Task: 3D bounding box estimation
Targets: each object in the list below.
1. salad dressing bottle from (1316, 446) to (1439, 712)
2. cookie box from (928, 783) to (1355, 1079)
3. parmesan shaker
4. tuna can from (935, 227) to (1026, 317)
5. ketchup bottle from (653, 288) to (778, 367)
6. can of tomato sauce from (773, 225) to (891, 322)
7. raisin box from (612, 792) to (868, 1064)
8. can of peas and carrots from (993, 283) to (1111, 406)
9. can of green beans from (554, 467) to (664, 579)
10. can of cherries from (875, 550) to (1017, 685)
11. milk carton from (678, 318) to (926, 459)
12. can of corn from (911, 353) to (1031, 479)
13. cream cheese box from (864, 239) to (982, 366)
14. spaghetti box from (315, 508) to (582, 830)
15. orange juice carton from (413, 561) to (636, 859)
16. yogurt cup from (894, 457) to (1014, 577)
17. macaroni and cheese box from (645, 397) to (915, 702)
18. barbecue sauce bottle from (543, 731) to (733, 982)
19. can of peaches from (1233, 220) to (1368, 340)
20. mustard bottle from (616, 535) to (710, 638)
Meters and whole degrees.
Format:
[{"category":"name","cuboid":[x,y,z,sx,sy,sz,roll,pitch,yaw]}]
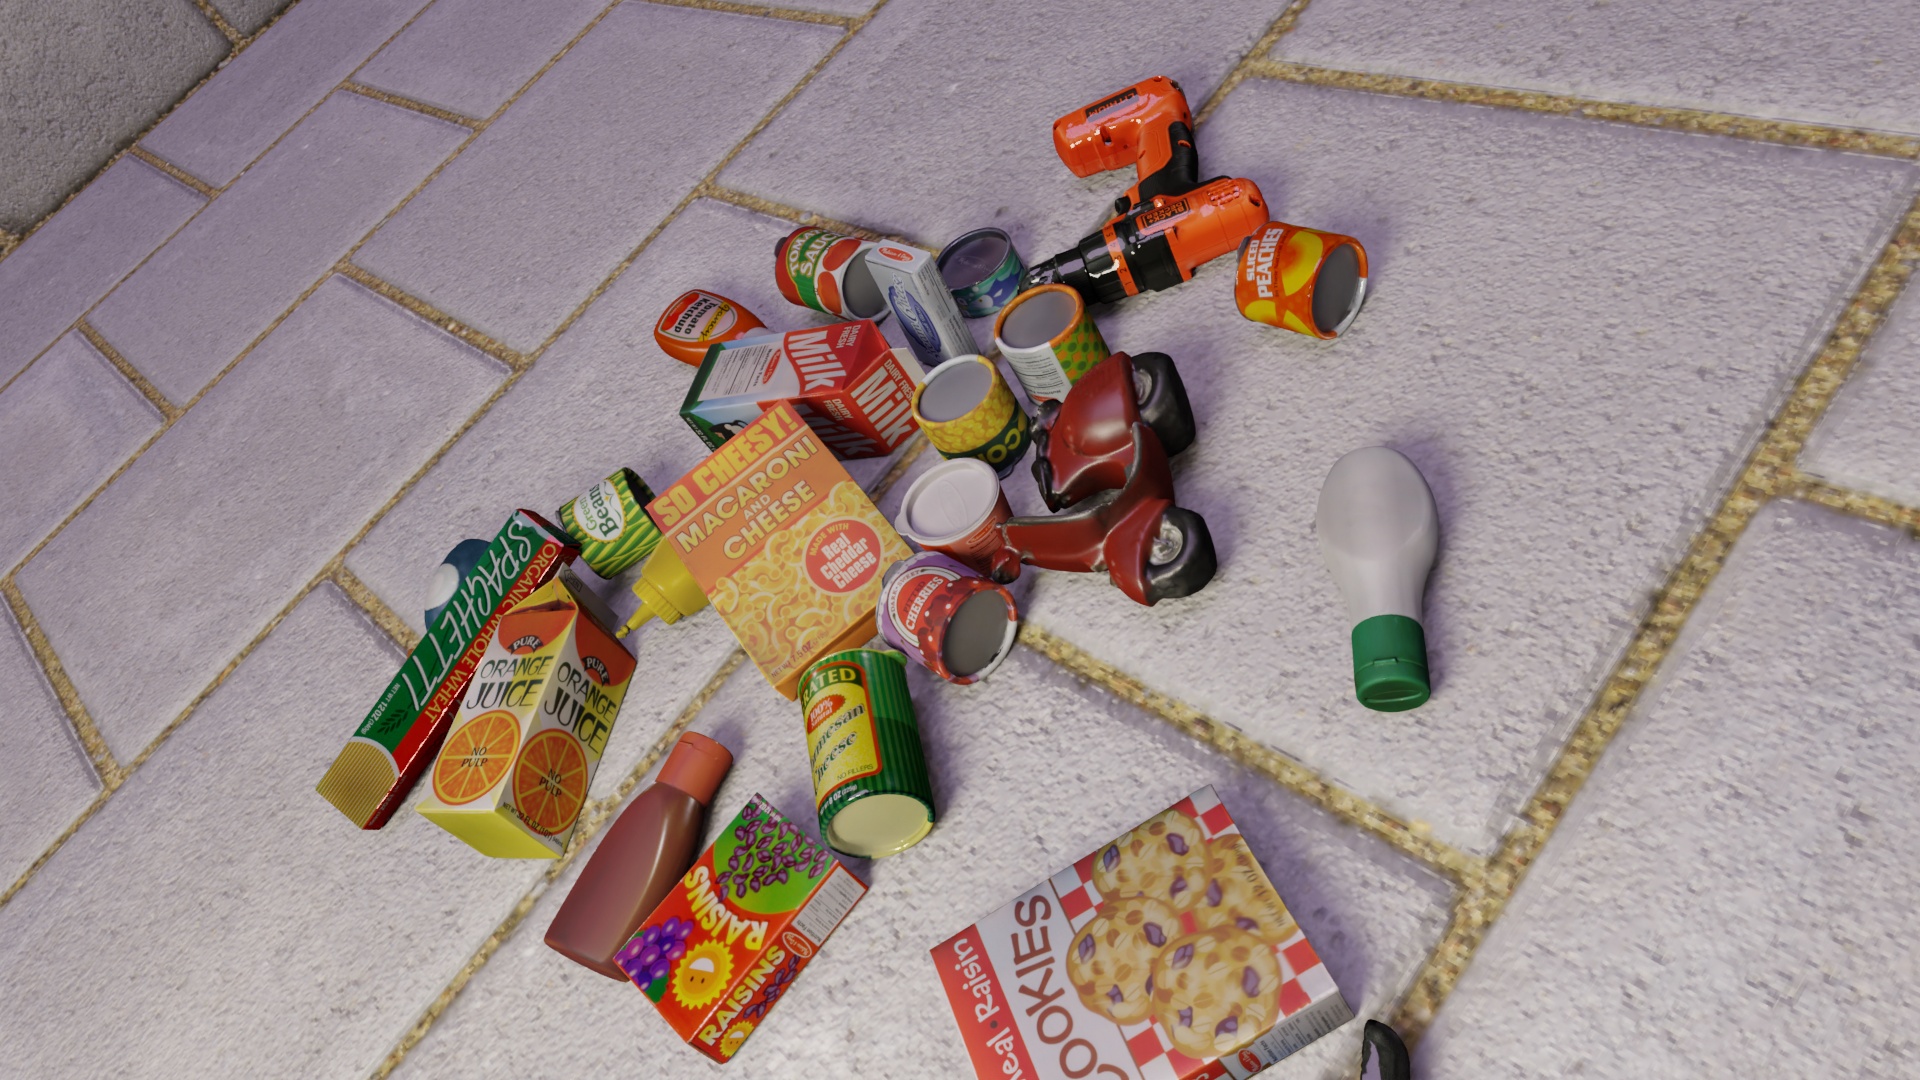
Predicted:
[{"category":"salad dressing bottle","cuboid":[0.224,0.019,0.738,0.064,0.044,0.148,-10,50,22]},{"category":"cookie box","cuboid":[0.081,0.212,0.663,0.167,0.040,0.123,-31,44,3]},{"category":"parmesan shaker","cuboid":[-0.053,0.120,0.800,0.071,0.071,0.103,-26,44,10]},{"category":"tuna can","cuboid":[0.013,-0.203,1.062,0.071,0.032,0.071,-17,47,19]},{"category":"ketchup bottle","cuboid":[-0.189,-0.166,1.146,0.149,0.043,0.065,24,68,41]},{"category":"can of tomato sauce","cuboid":[-0.099,-0.214,1.112,0.083,0.071,0.071,24,68,42]},{"category":"raisin box","cuboid":[-0.124,0.216,0.783,0.086,0.040,0.124,27,69,42]},{"category":"can of peas and carrots","cuboid":[0.064,-0.136,0.955,0.071,0.058,0.071,-16,47,19]},{"category":"can of green beans","cuboid":[-0.257,-0.013,1.040,0.058,0.071,0.071,-32,44,3]},{"category":"can of cherries","cuboid":[-0.009,0.046,0.835,0.058,0.071,0.071,27,71,43]},{"category":"milk carton","cuboid":[-0.104,-0.107,1.024,0.190,0.072,0.074,-4,52,30]},{"category":"can of corn","cuboid":[0.008,-0.082,0.943,0.071,0.058,0.071,-17,47,19]},{"category":"cream cheese box","cuboid":[-0.026,-0.167,1.004,0.053,0.103,0.024,27,66,42]},{"category":"spaghetti box","cuboid":[-0.365,0.090,0.992,0.050,0.028,0.250,35,88,12]},{"category":"orange juice carton","cuboid":[-0.284,0.113,0.945,0.073,0.071,0.194,-6,51,27]},{"category":"yogurt cup","cuboid":[0.003,-0.011,0.889,0.072,0.053,0.073,-17,47,19]},{"category":"macaroni and cheese box","cuboid":[-0.114,0.004,0.920,0.124,0.040,0.167,-39,64,-4]},{"category":"barbecue sauce bottle","cuboid":[-0.189,0.188,0.844,0.065,0.043,0.149,5,56,37]},{"category":"can of peaches","cuboid":[0.215,-0.166,0.880,0.058,0.071,0.071,25,70,41]},{"category":"mustard bottle","cuboid":[-0.184,0.012,0.986,0.160,0.048,0.065,-45,50,-9]}]
